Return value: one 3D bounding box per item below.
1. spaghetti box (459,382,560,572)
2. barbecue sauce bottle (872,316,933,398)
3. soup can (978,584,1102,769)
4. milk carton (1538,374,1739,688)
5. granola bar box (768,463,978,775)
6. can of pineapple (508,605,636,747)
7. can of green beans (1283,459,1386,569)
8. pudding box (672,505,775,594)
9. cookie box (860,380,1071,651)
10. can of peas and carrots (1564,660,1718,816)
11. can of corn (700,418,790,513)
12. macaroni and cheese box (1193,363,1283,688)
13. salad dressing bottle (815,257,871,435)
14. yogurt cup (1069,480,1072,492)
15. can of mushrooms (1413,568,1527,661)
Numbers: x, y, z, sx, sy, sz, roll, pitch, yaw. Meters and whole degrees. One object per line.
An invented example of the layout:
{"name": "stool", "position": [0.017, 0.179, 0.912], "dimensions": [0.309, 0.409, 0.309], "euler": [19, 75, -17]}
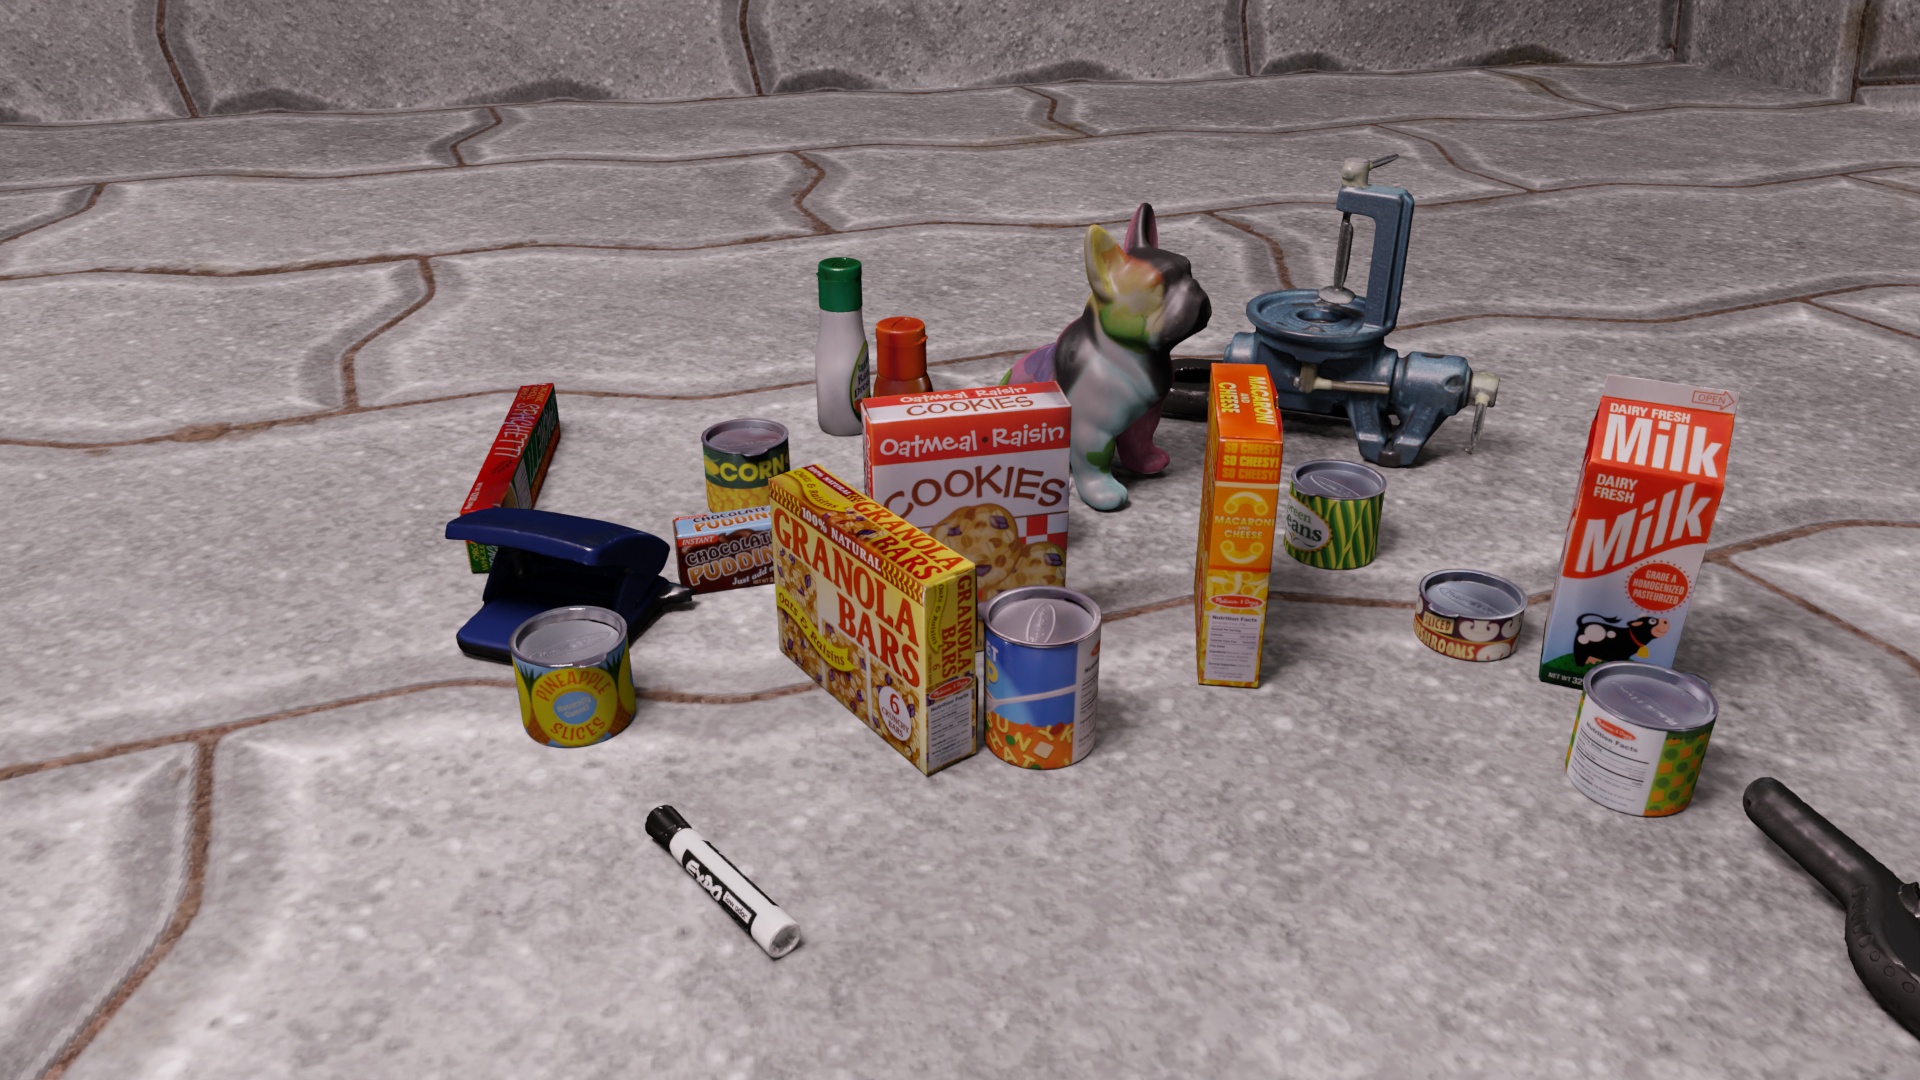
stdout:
{"name": "spaghetti box", "position": [-0.344, -0.055, 1.075], "dimensions": [0.029, 0.050, 0.251], "euler": [-3, 28, -5]}
{"name": "barbecue sauce bottle", "position": [-0.043, -0.091, 1.038], "dimensions": [0.044, 0.147, 0.065], "euler": [8, 28, 15]}
{"name": "soup can", "position": [0.043, 0.077, 0.786], "dimensions": [0.071, 0.083, 0.072], "euler": [0, 27, 0]}
{"name": "milk carton", "position": [0.402, -0.005, 0.828], "dimensions": [0.072, 0.189, 0.074], "euler": [11, 29, 21]}
{"name": "granola bar box", "position": [-0.052, 0.041, 0.810], "dimensions": [0.039, 0.123, 0.166], "euler": [-19, 33, -32]}
{"name": "can of pineapple", "position": [-0.224, 0.080, 0.808], "dimensions": [0.071, 0.057, 0.071], "euler": [0, 27, 0]}
{"name": "can of green beans", "position": [0.268, -0.019, 0.997], "dimensions": [0.071, 0.057, 0.071], "euler": [0, 27, 0]}
{"name": "pudding box", "position": [-0.154, 0.005, 0.959], "dimensions": [0.084, 0.049, 0.030], "euler": [-8, 28, -15]}
{"name": "cookie box", "position": [0.003, -0.011, 0.863], "dimensions": [0.123, 0.166, 0.040], "euler": [-6, 28, -12]}
{"name": "can of peas and carrots", "position": [0.371, 0.106, 0.755], "dimensions": [0.071, 0.058, 0.071], "euler": [0, 27, 0]}
{"name": "can of corn", "position": [-0.162, -0.054, 1.063], "dimensions": [0.071, 0.058, 0.071], "euler": [0, 27, 0]}
{"name": "macaroni and cheese box", "position": [0.172, -0.012, 0.866], "dimensions": [0.040, 0.165, 0.124], "euler": [3, 27, 6]}
{"name": "salad dressing bottle", "position": [-0.100, -0.164, 1.178], "dimensions": [0.044, 0.147, 0.064], "euler": [7, 28, 14]}
{"name": "yogurt cup", "position": [0.046, -0.020, 1.002], "dimensions": [0.072, 0.053, 0.073], "euler": [0, 27, 0]}
{"name": "can of mushrooms", "position": [0.326, 0.048, 0.894], "dimensions": [0.071, 0.033, 0.071], "euler": [0, 27, 0]}
